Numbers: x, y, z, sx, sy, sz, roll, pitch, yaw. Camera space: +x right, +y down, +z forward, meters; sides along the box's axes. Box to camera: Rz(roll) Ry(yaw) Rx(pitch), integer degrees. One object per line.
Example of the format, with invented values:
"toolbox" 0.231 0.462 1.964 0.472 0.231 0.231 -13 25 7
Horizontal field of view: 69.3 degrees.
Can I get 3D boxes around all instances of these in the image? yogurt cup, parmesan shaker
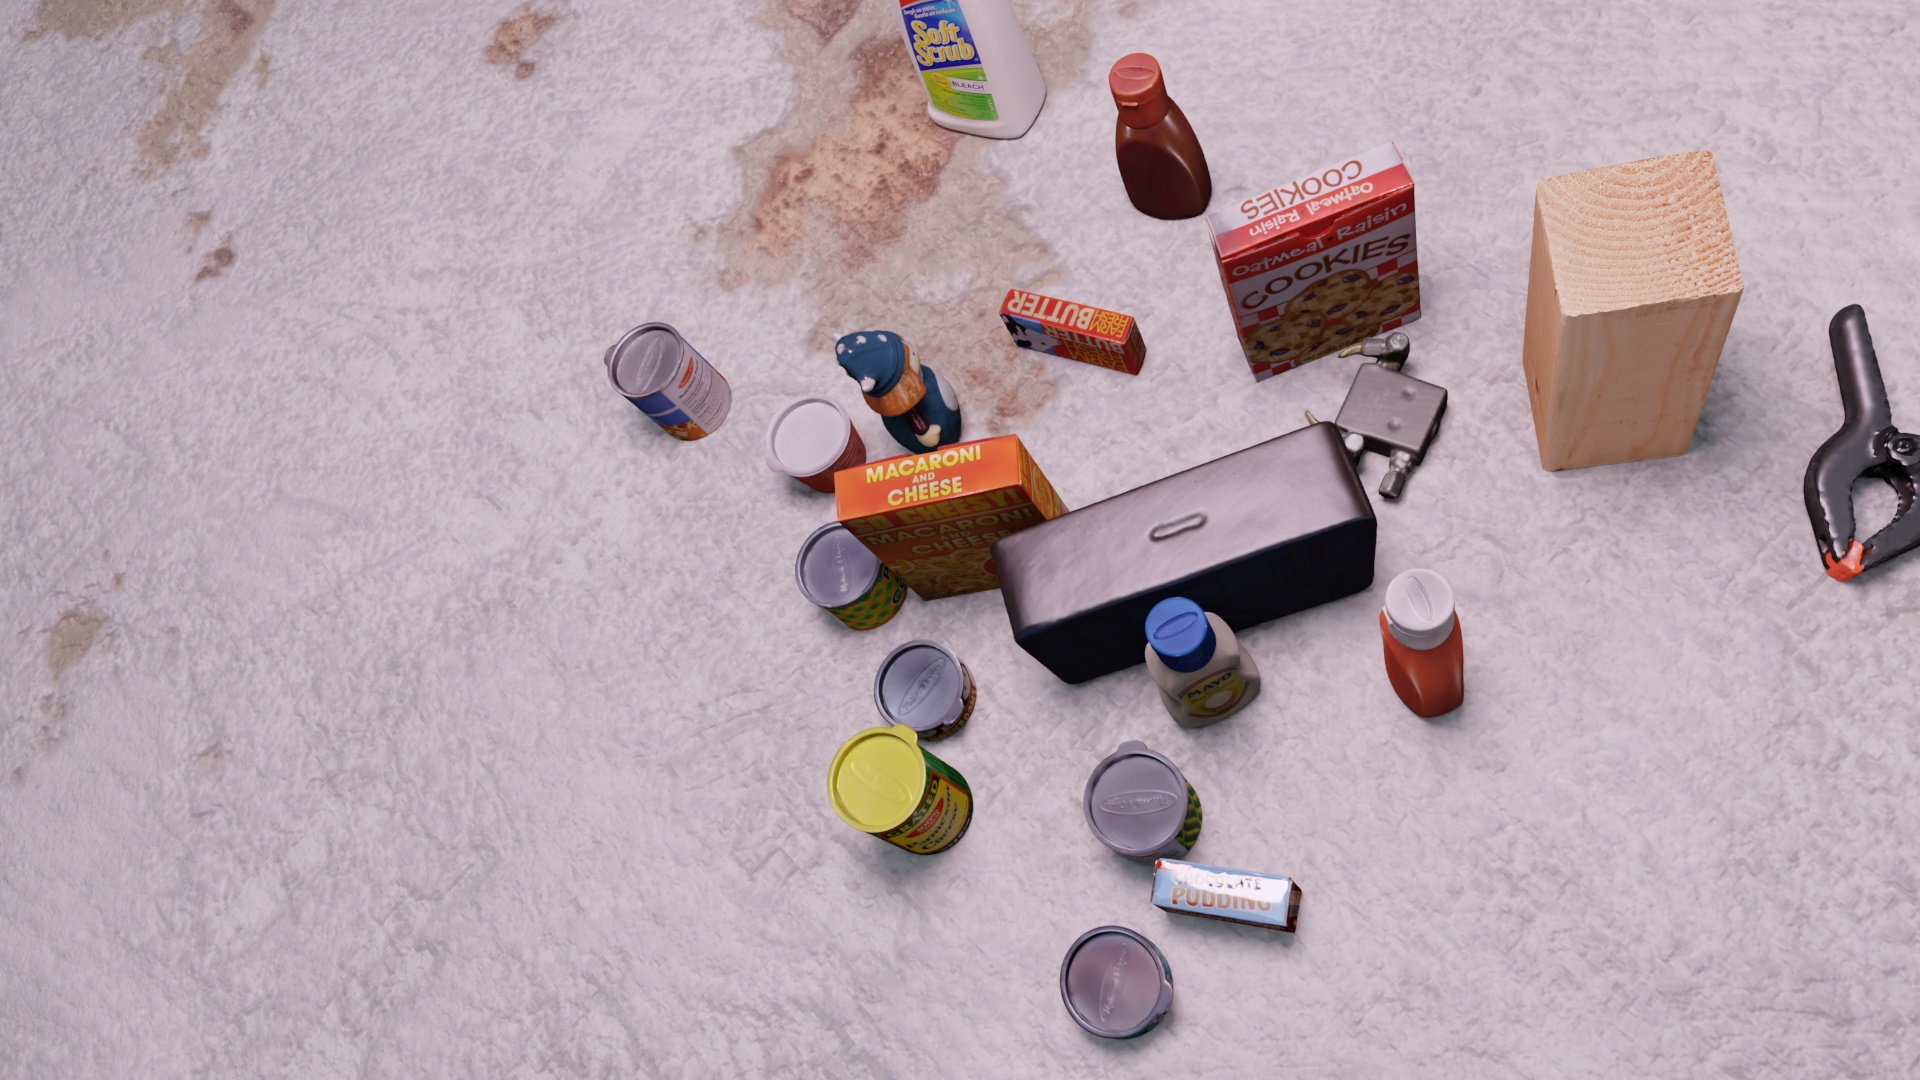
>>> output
"yogurt cup" -0.107 -0.071 1.061 0.072 0.054 0.072 -7 67 17
"parmesan shaker" -0.035 0.164 0.911 0.071 0.103 0.071 -7 67 17

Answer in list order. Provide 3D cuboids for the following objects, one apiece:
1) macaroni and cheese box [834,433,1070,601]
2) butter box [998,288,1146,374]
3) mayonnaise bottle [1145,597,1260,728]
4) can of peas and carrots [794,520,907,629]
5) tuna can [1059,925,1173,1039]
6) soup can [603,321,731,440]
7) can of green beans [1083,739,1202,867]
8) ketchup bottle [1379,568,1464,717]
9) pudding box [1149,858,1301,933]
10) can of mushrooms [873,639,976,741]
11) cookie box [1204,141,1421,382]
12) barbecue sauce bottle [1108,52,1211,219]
"macaroni and cheese box" 0.003 -0.012 0.934 0.123 0.166 0.040 -11 66 15
"butter box" 0.084 -0.155 1.028 0.103 0.053 0.024 18 76 25
"mayonnaise bottle" 0.146 0.075 0.859 0.065 0.147 0.041 -29 63 7
"can of peas and carrots" -0.076 0.025 1.008 0.071 0.058 0.071 -7 67 17
"tuna can" 0.099 0.274 0.859 0.071 0.032 0.071 -7 67 17
"soup can" -0.233 -0.126 1.111 0.071 0.083 0.071 -7 67 17
"can of green beans" 0.117 0.170 0.882 0.071 0.057 0.071 -7 67 17
"ketchup bottle" 0.272 0.058 0.821 0.043 0.148 0.065 -22 64 10
"pudding box" 0.163 0.217 0.851 0.084 0.049 0.030 4 71 21
"can of mushrooms" -0.023 0.107 0.970 0.071 0.033 0.071 -7 67 17
"cookie box" 0.238 -0.178 0.920 0.123 0.167 0.040 -21 64 11
"barbecue sauce bottle" 0.141 -0.292 1.011 0.065 0.148 0.044 12 74 23
